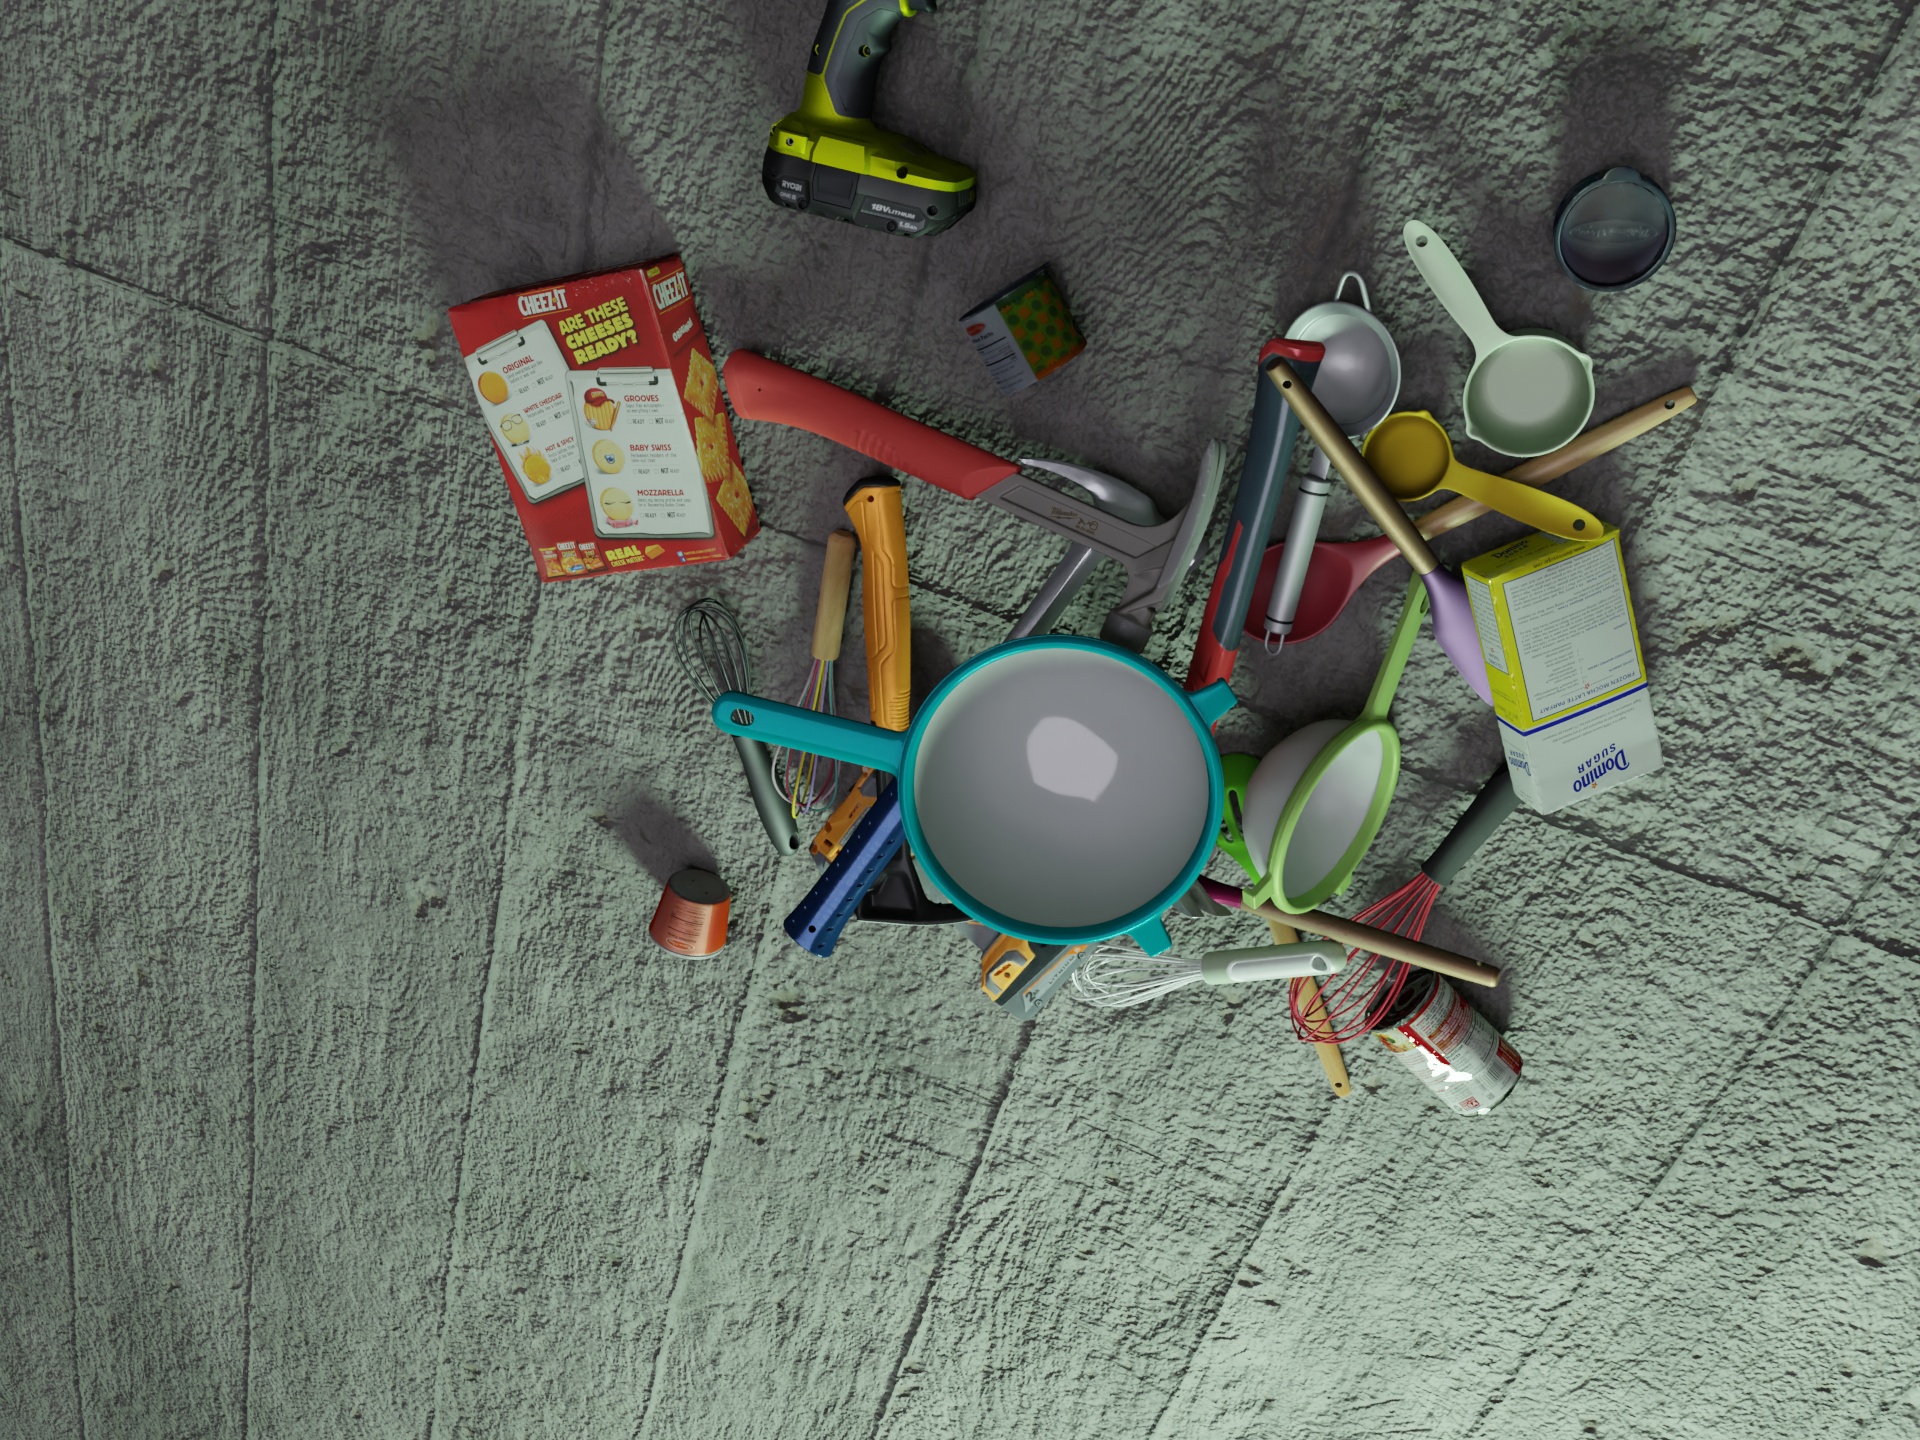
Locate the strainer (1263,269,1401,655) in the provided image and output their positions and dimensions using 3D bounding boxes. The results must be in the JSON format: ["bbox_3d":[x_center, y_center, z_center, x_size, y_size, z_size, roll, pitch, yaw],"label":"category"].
[{"bbox_3d":[0.231,-0.161,1.030,0.087,0.050,0.258,28,120,34],"label":"strainer"}]

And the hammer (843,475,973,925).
[{"bbox_3d":[-0.045,-0.011,1.175,0.127,0.034,0.336,1,102,18],"label":"hammer"}]

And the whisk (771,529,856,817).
[{"bbox_3d":[-0.107,-0.030,1.228,0.051,0.047,0.244,28,121,30],"label":"whisk"}]

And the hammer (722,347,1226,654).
[{"bbox_3d":[-0.005,-0.183,1.075,0.359,0.036,0.149,27,105,18],"label":"hammer"}]

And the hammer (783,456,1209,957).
[{"bbox_3d":[-0.002,-0.004,1.131,0.144,0.035,0.405,36,100,-1],"label":"hammer"}]

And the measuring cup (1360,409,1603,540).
[{"bbox_3d":[0.331,-0.149,1.008,0.156,0.029,0.062,26,107,16],"label":"measuring cup"}]

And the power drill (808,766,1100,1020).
[{"bbox_3d":[0.014,0.104,1.242,0.226,0.084,0.185,38,118,2],"label":"power drill"}]

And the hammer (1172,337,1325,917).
[{"bbox_3d":[0.180,-0.057,1.049,0.038,0.143,0.386,0,119,-20],"label":"hammer"}]

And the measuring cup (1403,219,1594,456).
[{"bbox_3d":[0.323,-0.240,0.976,0.083,0.038,0.167,-33,101,30],"label":"measuring cup"}]

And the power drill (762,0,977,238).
[{"bbox_3d":[-0.036,-0.422,0.978,0.171,0.080,0.223,17,118,10],"label":"power drill"}]

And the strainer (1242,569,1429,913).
[{"bbox_3d":[0.256,0.007,1.105,0.069,0.151,0.256,28,106,35],"label":"strainer"}]

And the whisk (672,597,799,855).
[{"bbox_3d":[-0.174,0.011,1.274,0.055,0.055,0.238,-6,118,22],"label":"whisk"}]

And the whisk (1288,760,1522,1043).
[{"bbox_3d":[0.331,0.127,1.149,0.073,0.073,0.295,32,114,0],"label":"whisk"}]

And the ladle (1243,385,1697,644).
[{"bbox_3d":[0.320,-0.136,1.037,0.315,0.031,0.069,-27,89,26],"label":"ladle"}]

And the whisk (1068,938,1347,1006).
[{"bbox_3d":[0.182,0.190,1.211,0.246,0.059,0.057,-14,108,41],"label":"whisk"}]

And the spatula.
[{"bbox_3d":[0.288,-0.117,1.017,0.060,0.018,0.315,-33,120,24],"label":"spatula"}]

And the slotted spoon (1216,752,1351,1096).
[{"bbox_3d":[0.252,0.166,1.224,0.070,0.031,0.313,-13,114,25],"label":"slotted spoon"}]

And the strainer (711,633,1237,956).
[{"bbox_3d":[0.007,0.021,1.071,0.340,0.095,0.211,13,107,5],"label":"strainer"}]

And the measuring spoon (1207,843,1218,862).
[{"bbox_3d":[0.136,0.078,1.208,0.124,0.018,0.034,27,145,15],"label":"measuring spoon"}]

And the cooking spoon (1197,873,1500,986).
[{"bbox_3d":[0.230,0.137,1.153,0.319,0.069,0.017,16,114,28],"label":"cooking spoon"}]
